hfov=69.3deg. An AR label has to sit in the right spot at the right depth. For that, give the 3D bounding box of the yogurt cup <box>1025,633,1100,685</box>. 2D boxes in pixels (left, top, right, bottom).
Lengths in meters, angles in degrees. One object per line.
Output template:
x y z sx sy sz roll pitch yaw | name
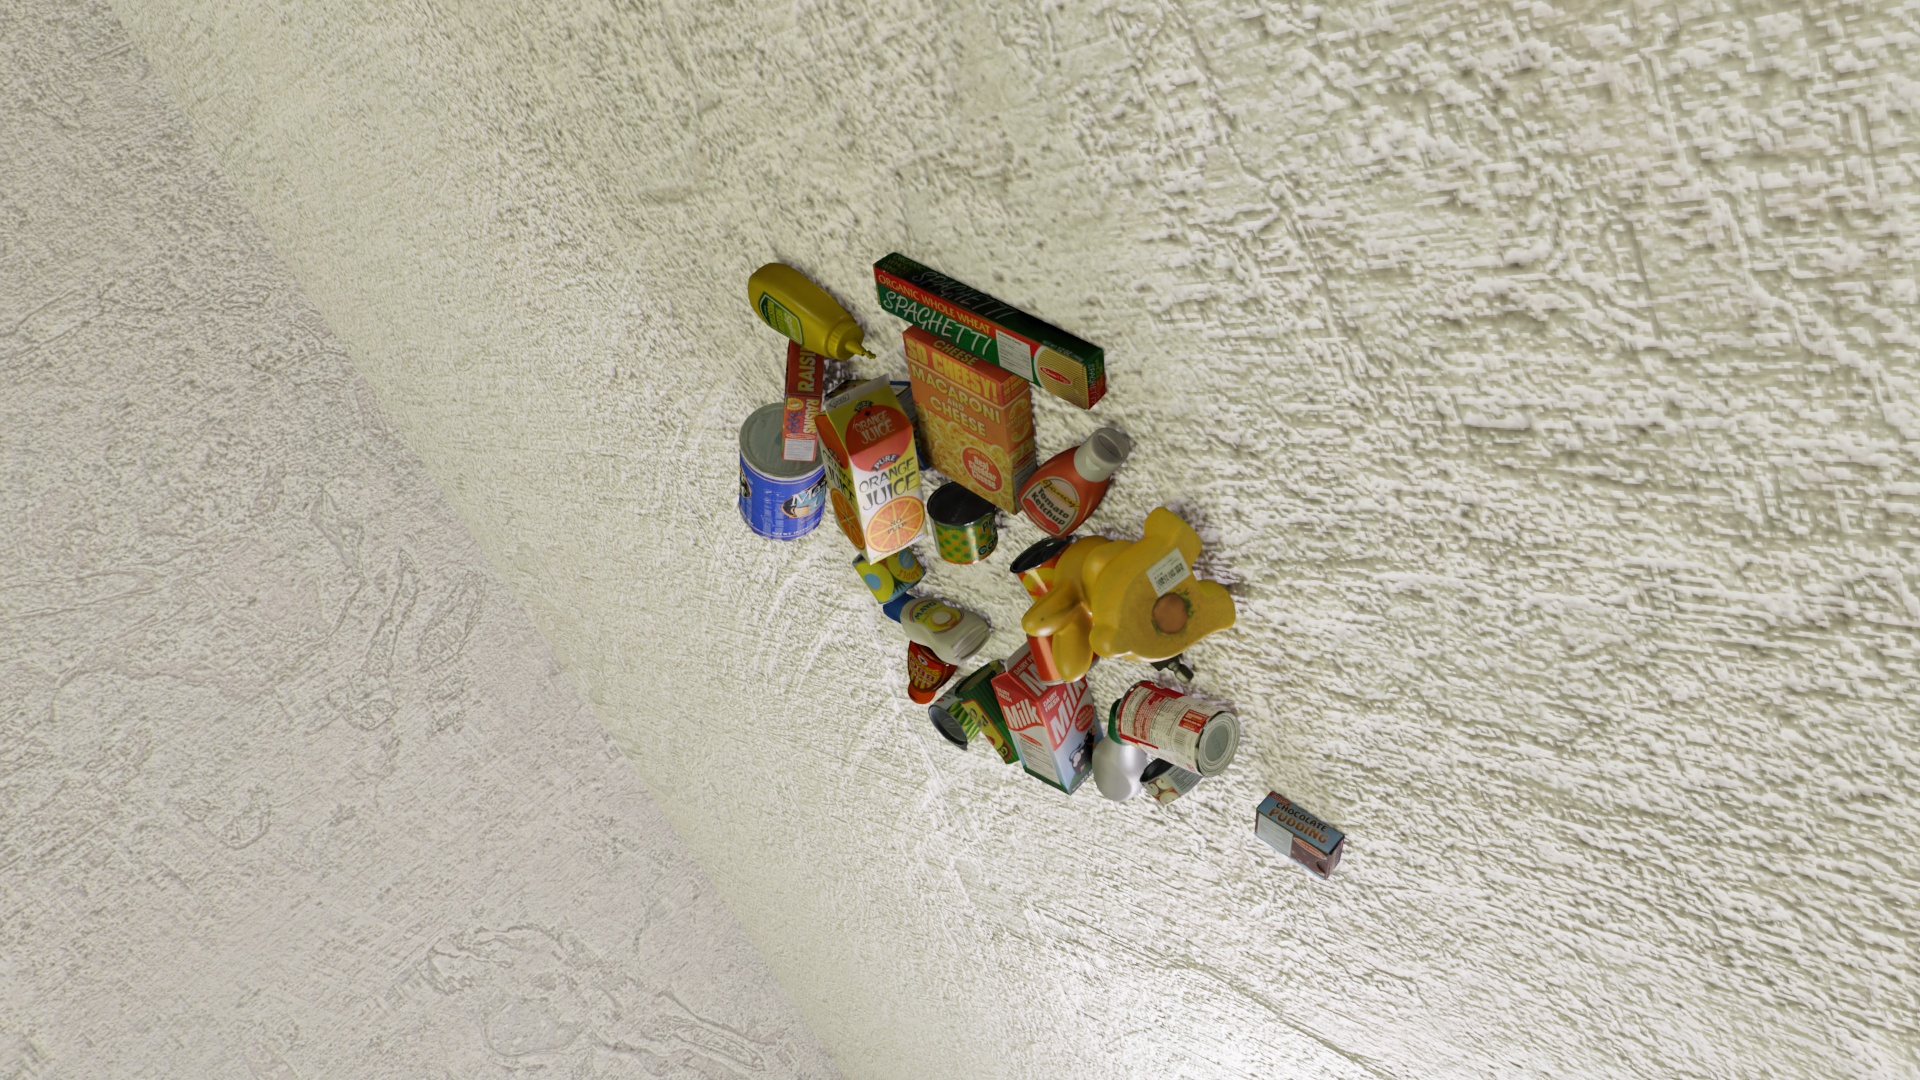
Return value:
0.102 0.108 1.418 0.072 0.073 0.054 -6 112 58 | yogurt cup

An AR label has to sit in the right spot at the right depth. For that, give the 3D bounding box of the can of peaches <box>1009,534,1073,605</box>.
0.092 0.034 1.337 0.071 0.071 0.058 -7 119 58 | can of peaches

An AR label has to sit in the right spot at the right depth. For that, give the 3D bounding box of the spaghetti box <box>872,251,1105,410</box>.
0.021 -0.185 1.206 0.250 0.029 0.050 31 147 32 | spaghetti box

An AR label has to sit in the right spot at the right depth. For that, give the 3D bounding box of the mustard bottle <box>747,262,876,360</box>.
-0.145 -0.220 1.386 0.160 0.049 0.065 35 151 27 | mustard bottle

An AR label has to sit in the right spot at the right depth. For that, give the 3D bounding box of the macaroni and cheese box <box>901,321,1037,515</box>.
0.011 -0.117 1.294 0.124 0.040 0.165 31 148 31 | macaroni and cheese box

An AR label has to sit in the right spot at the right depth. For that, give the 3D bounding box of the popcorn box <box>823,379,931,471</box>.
-0.077 -0.119 1.422 0.126 0.038 0.085 10 133 51 | popcorn box

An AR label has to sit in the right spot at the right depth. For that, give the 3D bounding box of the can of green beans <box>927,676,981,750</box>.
0.004 0.209 1.692 0.071 0.058 0.071 35 149 25 | can of green beans

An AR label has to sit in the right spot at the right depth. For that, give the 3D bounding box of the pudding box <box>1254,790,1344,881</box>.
0.326 0.285 1.341 0.084 0.030 0.049 31 146 32 | pudding box

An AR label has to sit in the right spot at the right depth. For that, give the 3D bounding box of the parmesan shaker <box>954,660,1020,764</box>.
0.048 0.198 1.607 0.103 0.071 0.071 54 152 -6 | parmesan shaker

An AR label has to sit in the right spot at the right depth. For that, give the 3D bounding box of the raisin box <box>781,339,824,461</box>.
-0.167 -0.152 1.464 0.040 0.086 0.122 5 150 -8 | raisin box

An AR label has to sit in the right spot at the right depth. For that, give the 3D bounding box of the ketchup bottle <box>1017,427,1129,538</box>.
0.103 -0.054 1.232 0.065 0.044 0.148 44 152 2 | ketchup bottle

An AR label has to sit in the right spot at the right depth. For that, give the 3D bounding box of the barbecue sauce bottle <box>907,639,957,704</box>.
-0.038 0.156 1.704 0.065 0.044 0.147 42 152 14 | barbecue sauce bottle

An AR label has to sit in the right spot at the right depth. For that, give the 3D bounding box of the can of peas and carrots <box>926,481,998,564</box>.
0.005 -0.018 1.401 0.071 0.071 0.058 29 147 34 | can of peas and carrots

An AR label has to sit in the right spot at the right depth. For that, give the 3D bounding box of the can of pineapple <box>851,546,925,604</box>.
-0.081 0.031 1.587 0.058 0.071 0.071 56 152 -12 | can of pineapple

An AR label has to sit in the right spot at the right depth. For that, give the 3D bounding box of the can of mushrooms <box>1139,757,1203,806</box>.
0.215 0.235 1.404 0.033 0.071 0.070 49 153 -2 | can of mushrooms

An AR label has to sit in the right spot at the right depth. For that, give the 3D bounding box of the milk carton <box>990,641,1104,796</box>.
0.094 0.179 1.507 0.073 0.072 0.189 21 142 43 | milk carton

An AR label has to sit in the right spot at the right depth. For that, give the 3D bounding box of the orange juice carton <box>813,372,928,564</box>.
-0.088 -0.076 1.354 0.073 0.072 0.191 47 156 39 | orange juice carton

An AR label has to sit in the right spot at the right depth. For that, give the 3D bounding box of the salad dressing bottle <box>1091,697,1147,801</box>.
0.172 0.222 1.477 0.064 0.044 0.146 37 149 27 | salad dressing bottle

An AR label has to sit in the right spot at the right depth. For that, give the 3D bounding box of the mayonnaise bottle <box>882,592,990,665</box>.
-0.034 0.095 1.604 0.148 0.065 0.041 23 144 47 | mayonnaise bottle
